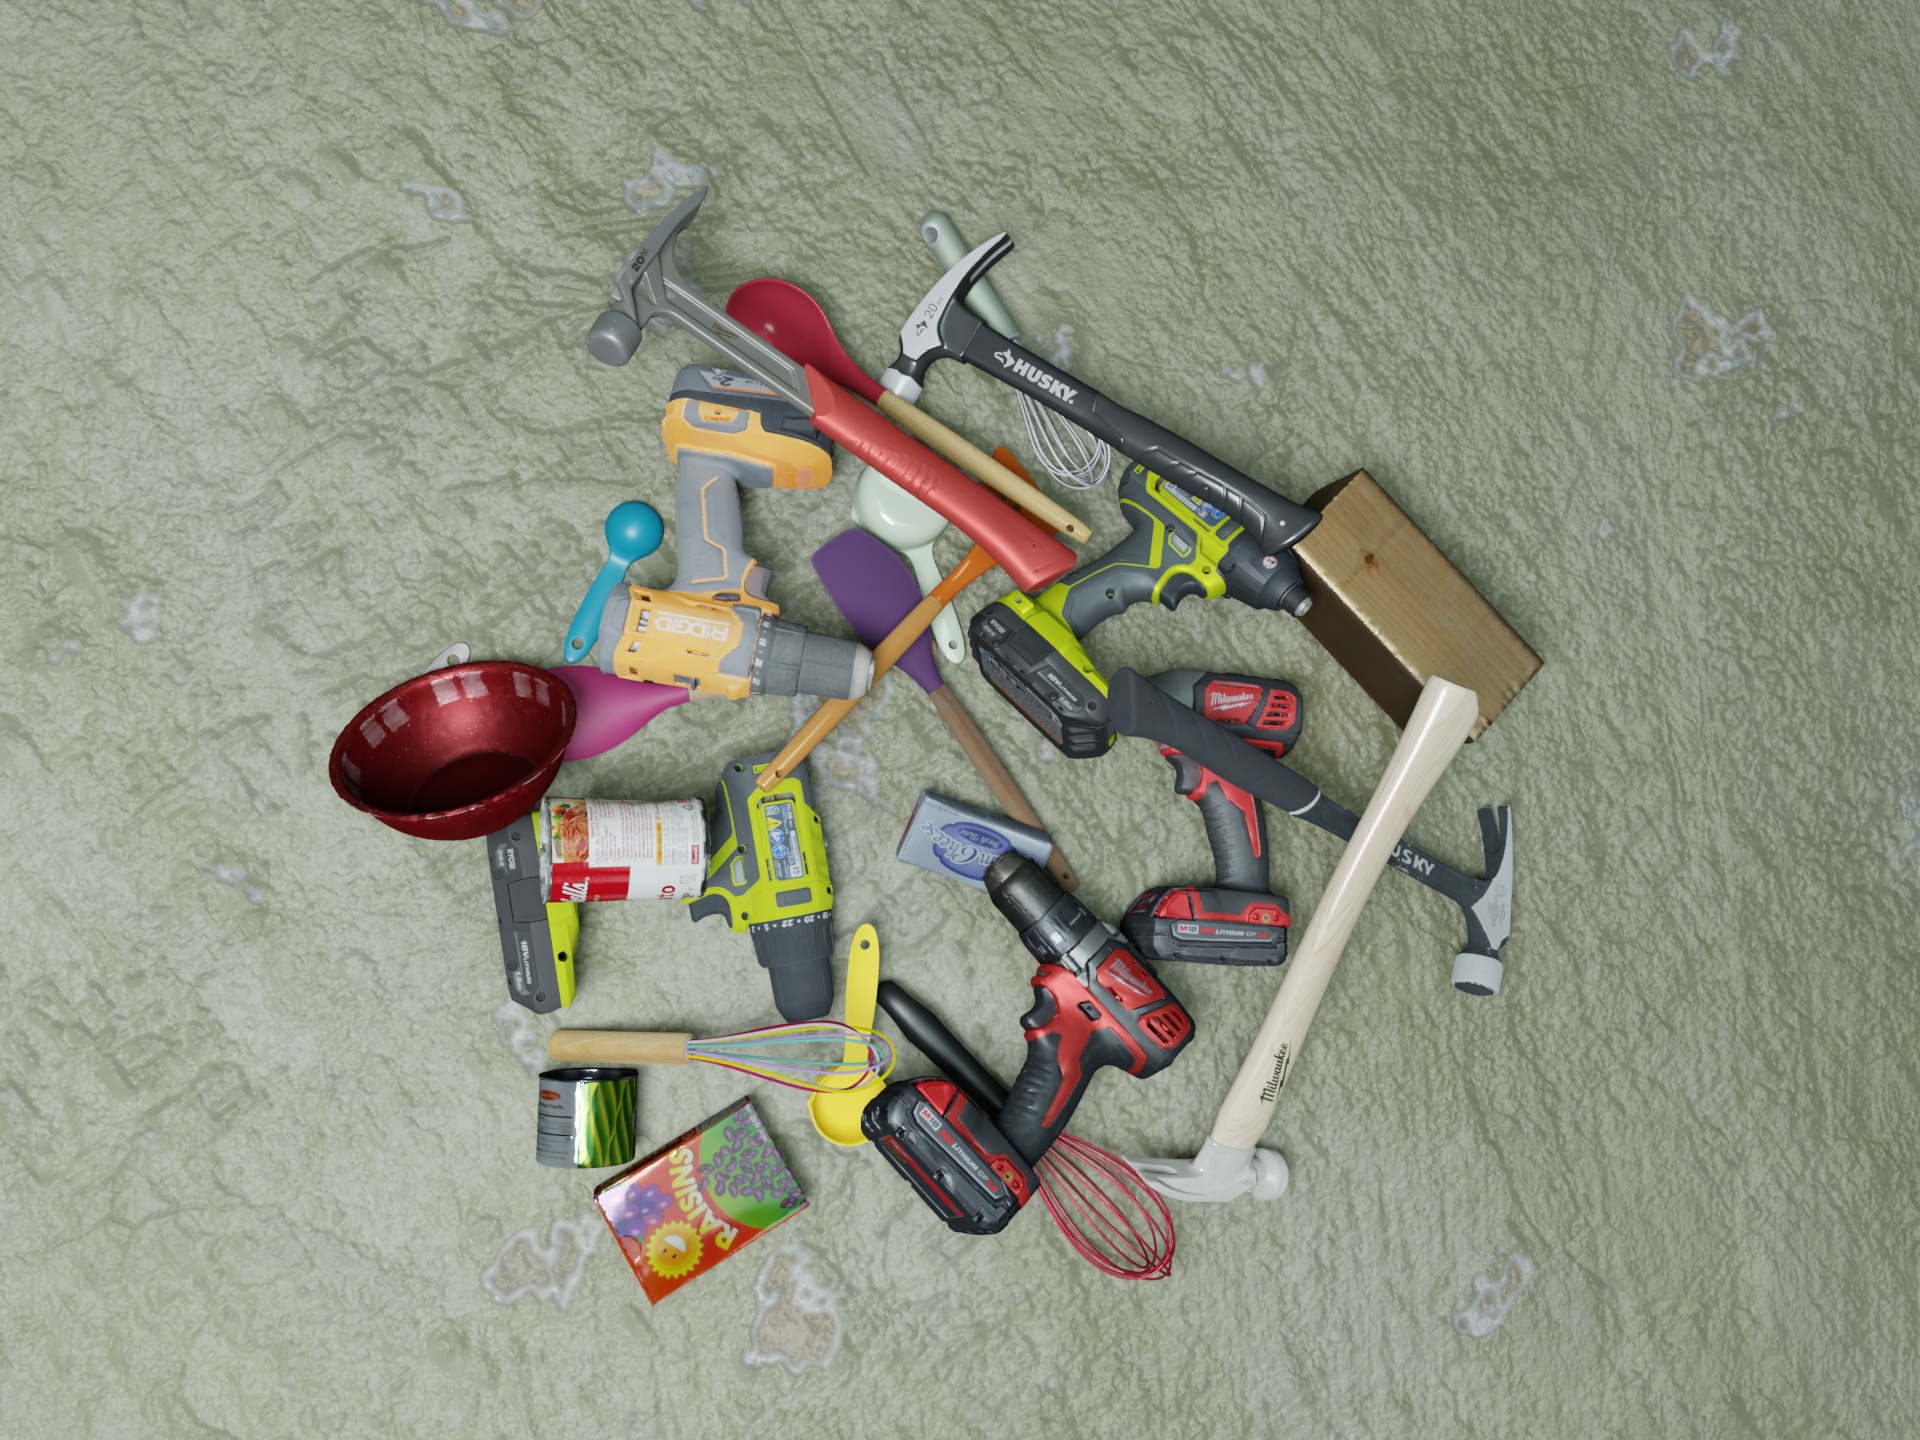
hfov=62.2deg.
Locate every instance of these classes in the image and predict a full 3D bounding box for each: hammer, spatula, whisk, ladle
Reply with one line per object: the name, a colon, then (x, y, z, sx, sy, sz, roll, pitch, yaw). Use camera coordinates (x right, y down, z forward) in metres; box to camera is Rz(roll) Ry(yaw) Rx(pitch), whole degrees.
hammer: (0.249, 0.157, 1.116, 0.146, 0.038, 0.410, 15, 103, -37)
spatula: (-0.002, -0.004, 1.170, 0.060, 0.018, 0.316, -35, 98, -12)
whisk: (-0.163, 0.224, 1.068, 0.245, 0.051, 0.047, -1, 71, 12)
whisk: (0.046, 0.294, 1.144, 0.296, 0.073, 0.073, 45, 77, 0)
hammer: (0.268, 0.062, 1.165, 0.408, 0.036, 0.149, 28, 67, -26)
hammer: (0.111, -0.222, 1.153, 0.335, 0.035, 0.146, 32, 97, 10)
ladle: (-0.036, -0.221, 1.157, 0.315, 0.031, 0.069, 35, 119, 5)
whisk: (0.040, -0.281, 1.210, 0.059, 0.058, 0.246, -31, 88, -48)
spatula: (-0.037, -0.068, 1.140, 0.323, 0.041, 0.081, -48, 113, -19)
hammer: (-0.069, -0.208, 1.088, 0.359, 0.036, 0.149, 33, 60, -14)

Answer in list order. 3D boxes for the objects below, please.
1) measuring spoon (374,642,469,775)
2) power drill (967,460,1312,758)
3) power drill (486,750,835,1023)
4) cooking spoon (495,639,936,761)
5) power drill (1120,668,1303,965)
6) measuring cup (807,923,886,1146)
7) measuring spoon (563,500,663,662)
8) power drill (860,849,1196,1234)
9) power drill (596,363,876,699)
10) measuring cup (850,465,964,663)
measuring spoon: (-0.381, -0.004, 1.101, 0.034, 0.018, 0.124, 40, 71, -18)
power drill: (0.132, -0.083, 1.166, 0.223, 0.080, 0.171, -40, 66, -12)
power drill: (-0.199, 0.130, 1.096, 0.228, 0.080, 0.190, -9, 85, -16)
cooking spoon: (-0.171, -0.026, 1.145, 0.319, 0.017, 0.069, -11, 80, -14)
power drill: (0.180, 0.070, 1.188, 0.143, 0.078, 0.220, 7, 80, -13)
measuring cup: (-0.075, 0.222, 1.131, 0.062, 0.029, 0.156, 6, 88, -11)
measuring spoon: (-0.251, -0.100, 1.133, 0.042, 0.021, 0.129, 25, 78, -9)
power drill: (0.034, 0.217, 1.096, 0.188, 0.080, 0.227, 47, 64, 2)
power drill: (-0.138, -0.121, 1.102, 0.185, 0.084, 0.226, 10, 70, -3)
measuring cup: (-0.025, -0.124, 1.178, 0.083, 0.038, 0.167, -18, 86, -14)
